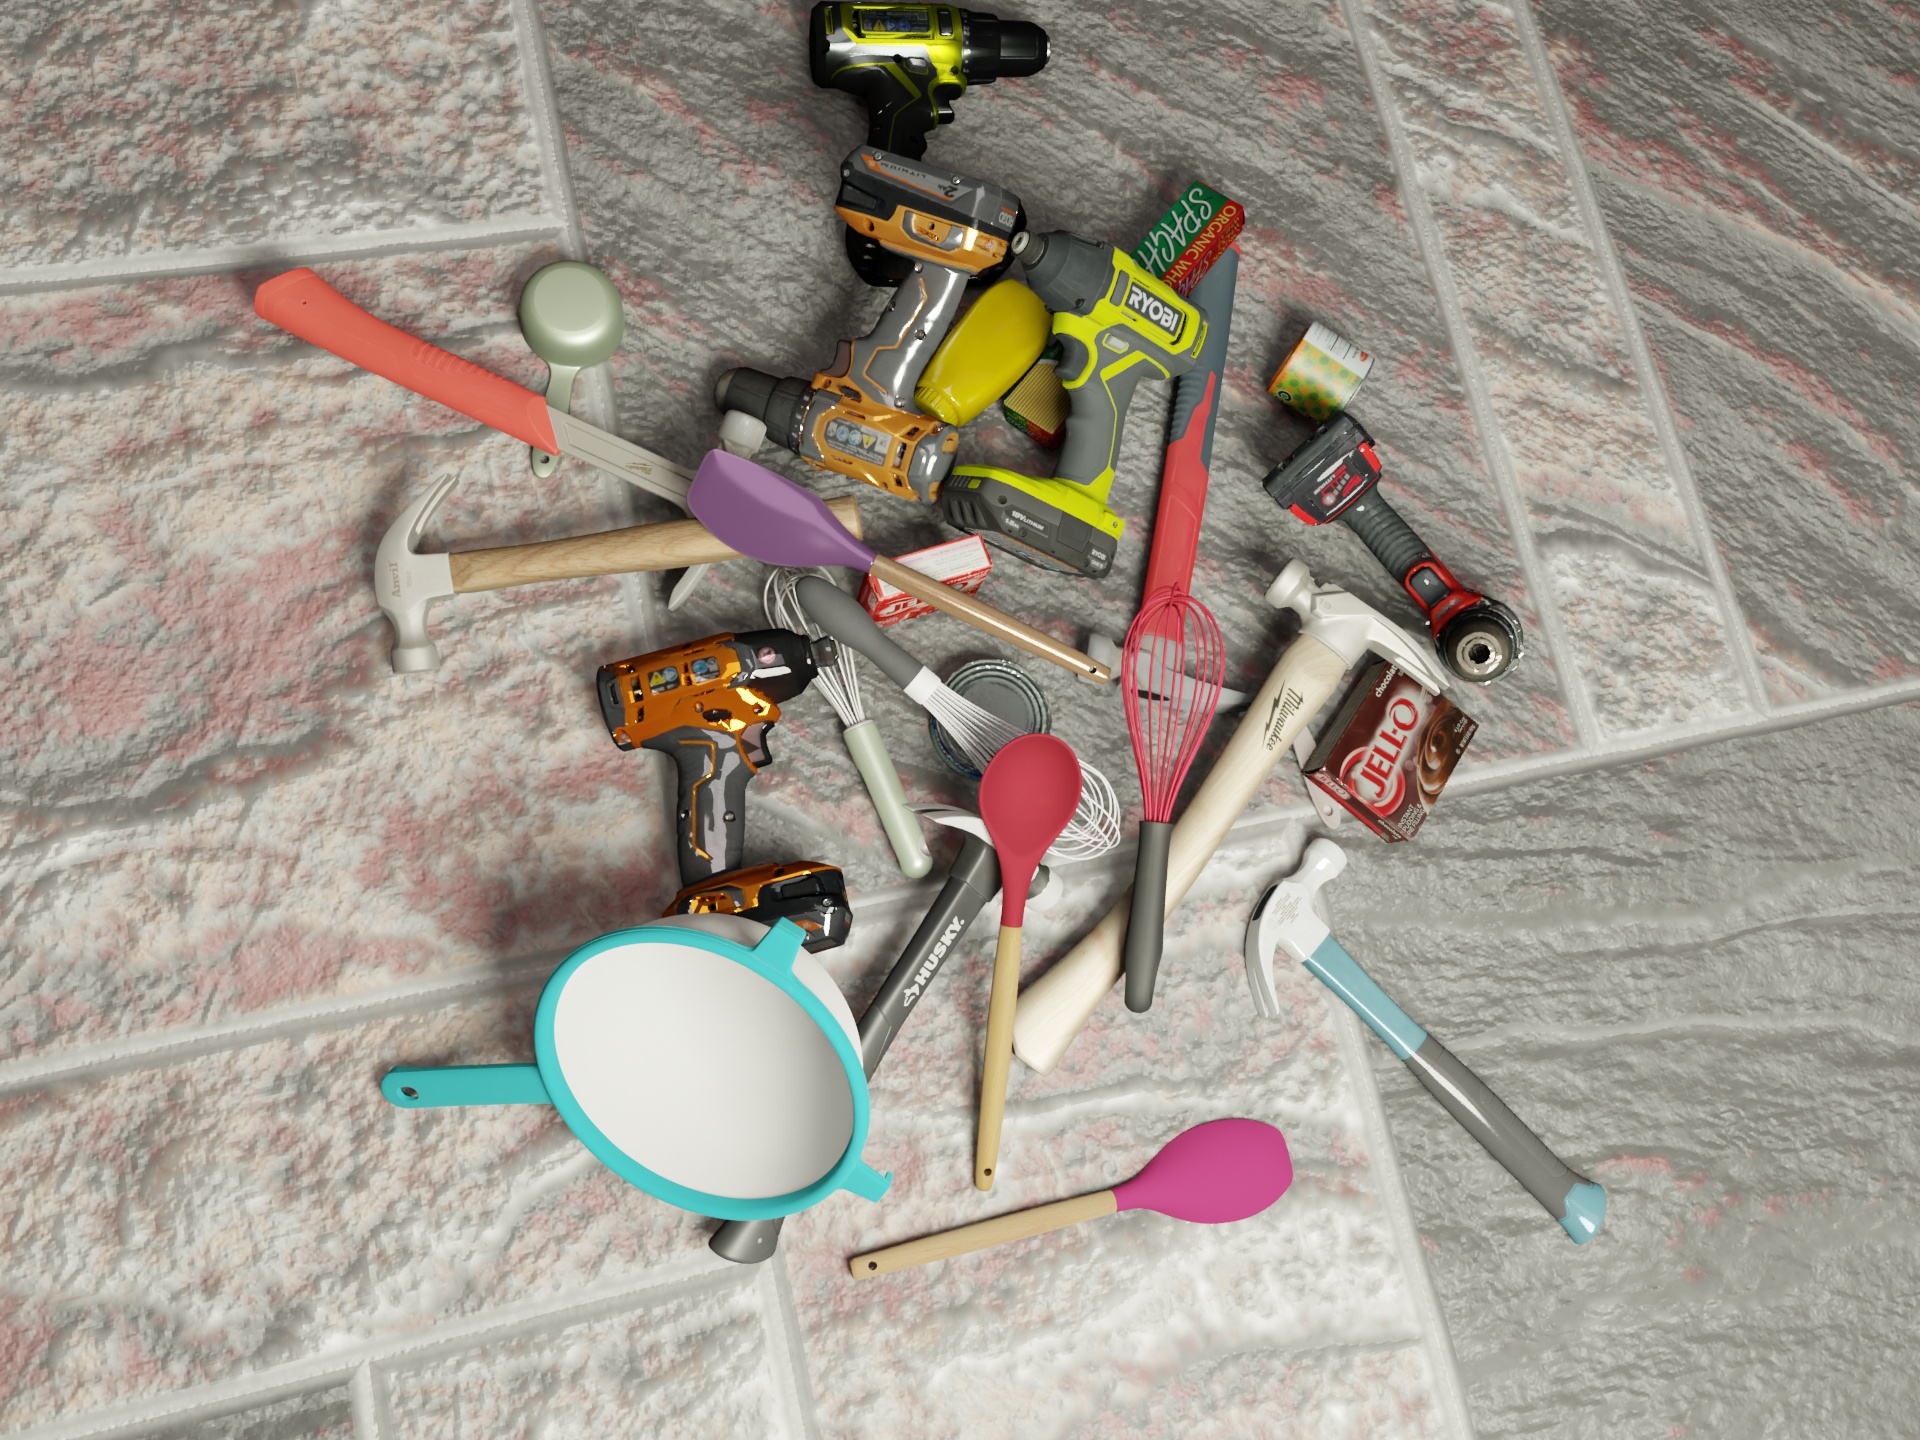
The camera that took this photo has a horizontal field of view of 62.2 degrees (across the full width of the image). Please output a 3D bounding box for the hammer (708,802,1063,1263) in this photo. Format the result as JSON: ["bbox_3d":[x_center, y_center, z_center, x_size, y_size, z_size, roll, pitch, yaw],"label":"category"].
[{"bbox_3d":[-0.061,0.207,1.053,0.146,0.035,0.335,44,75,-41],"label":"hammer"}]

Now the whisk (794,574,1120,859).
[{"bbox_3d":[-0.002,-0.003,1.090,0.284,0.070,0.070,40,72,-5],"label":"whisk"}]

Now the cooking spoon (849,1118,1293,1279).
[{"bbox_3d":[0.080,0.333,1.081,0.319,0.017,0.069,-10,77,-14],"label":"cooking spoon"}]

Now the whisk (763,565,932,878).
[{"bbox_3d":[-0.077,-0.002,1.130,0.059,0.058,0.246,-26,83,19],"label":"whisk"}]

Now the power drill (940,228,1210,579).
[{"bbox_3d":[0.077,-0.229,1.148,0.171,0.080,0.223,21,87,-35],"label":"power drill"}]

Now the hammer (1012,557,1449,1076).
[{"bbox_3d":[0.177,0.082,1.126,0.146,0.038,0.411,37,80,7],"label":"hammer"}]

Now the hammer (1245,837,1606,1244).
[{"bbox_3d":[0.338,0.244,1.146,0.331,0.033,0.128,45,71,3],"label":"hammer"}]

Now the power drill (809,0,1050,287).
[{"bbox_3d":[-0.015,-0.459,1.242,0.190,0.080,0.229,-3,73,-11],"label":"power drill"}]

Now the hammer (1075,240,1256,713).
[{"bbox_3d":[0.190,-0.196,1.232,0.143,0.038,0.386,14,73,-8],"label":"hammer"}]

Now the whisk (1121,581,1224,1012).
[{"bbox_3d":[0.136,0.051,1.085,0.073,0.073,0.296,7,84,-9],"label":"whisk"}]

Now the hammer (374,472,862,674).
[{"bbox_3d":[-0.234,-0.119,1.095,0.331,0.031,0.130,-9,91,-4],"label":"hammer"}]

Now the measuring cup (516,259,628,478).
[{"bbox_3d":[-0.290,-0.258,1.155,0.083,0.038,0.168,9,73,-8],"label":"measuring cup"}]

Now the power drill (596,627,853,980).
[{"bbox_3d":[-0.142,0.048,1.071,0.164,0.084,0.227,-16,76,-1],"label":"power drill"}]

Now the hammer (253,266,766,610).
[{"bbox_3d":[-0.327,-0.215,1.123,0.359,0.037,0.149,24,88,-3],"label":"hammer"}]

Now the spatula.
[{"bbox_3d":[-0.038,-0.095,1.093,0.316,0.018,0.060,25,98,-9],"label":"spatula"}]

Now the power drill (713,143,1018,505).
[{"bbox_3d":[-0.070,-0.287,1.138,0.185,0.084,0.226,21,105,13],"label":"power drill"}]

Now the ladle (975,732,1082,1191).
[{"bbox_3d":[0.033,0.162,1.060,0.069,0.031,0.315,5,96,-10],"label":"ladle"}]

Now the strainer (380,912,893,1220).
[{"bbox_3d":[-0.202,0.200,0.990,0.340,0.095,0.210,-8,114,22],"label":"strainer"}]

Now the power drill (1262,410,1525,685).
[{"bbox_3d":[0.326,-0.117,1.167,0.080,0.188,0.227,-42,83,19],"label":"power drill"}]

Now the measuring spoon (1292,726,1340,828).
[{"bbox_3d":[0.258,0.024,1.201,0.034,0.018,0.124,-19,87,-21],"label":"measuring spoon"}]
